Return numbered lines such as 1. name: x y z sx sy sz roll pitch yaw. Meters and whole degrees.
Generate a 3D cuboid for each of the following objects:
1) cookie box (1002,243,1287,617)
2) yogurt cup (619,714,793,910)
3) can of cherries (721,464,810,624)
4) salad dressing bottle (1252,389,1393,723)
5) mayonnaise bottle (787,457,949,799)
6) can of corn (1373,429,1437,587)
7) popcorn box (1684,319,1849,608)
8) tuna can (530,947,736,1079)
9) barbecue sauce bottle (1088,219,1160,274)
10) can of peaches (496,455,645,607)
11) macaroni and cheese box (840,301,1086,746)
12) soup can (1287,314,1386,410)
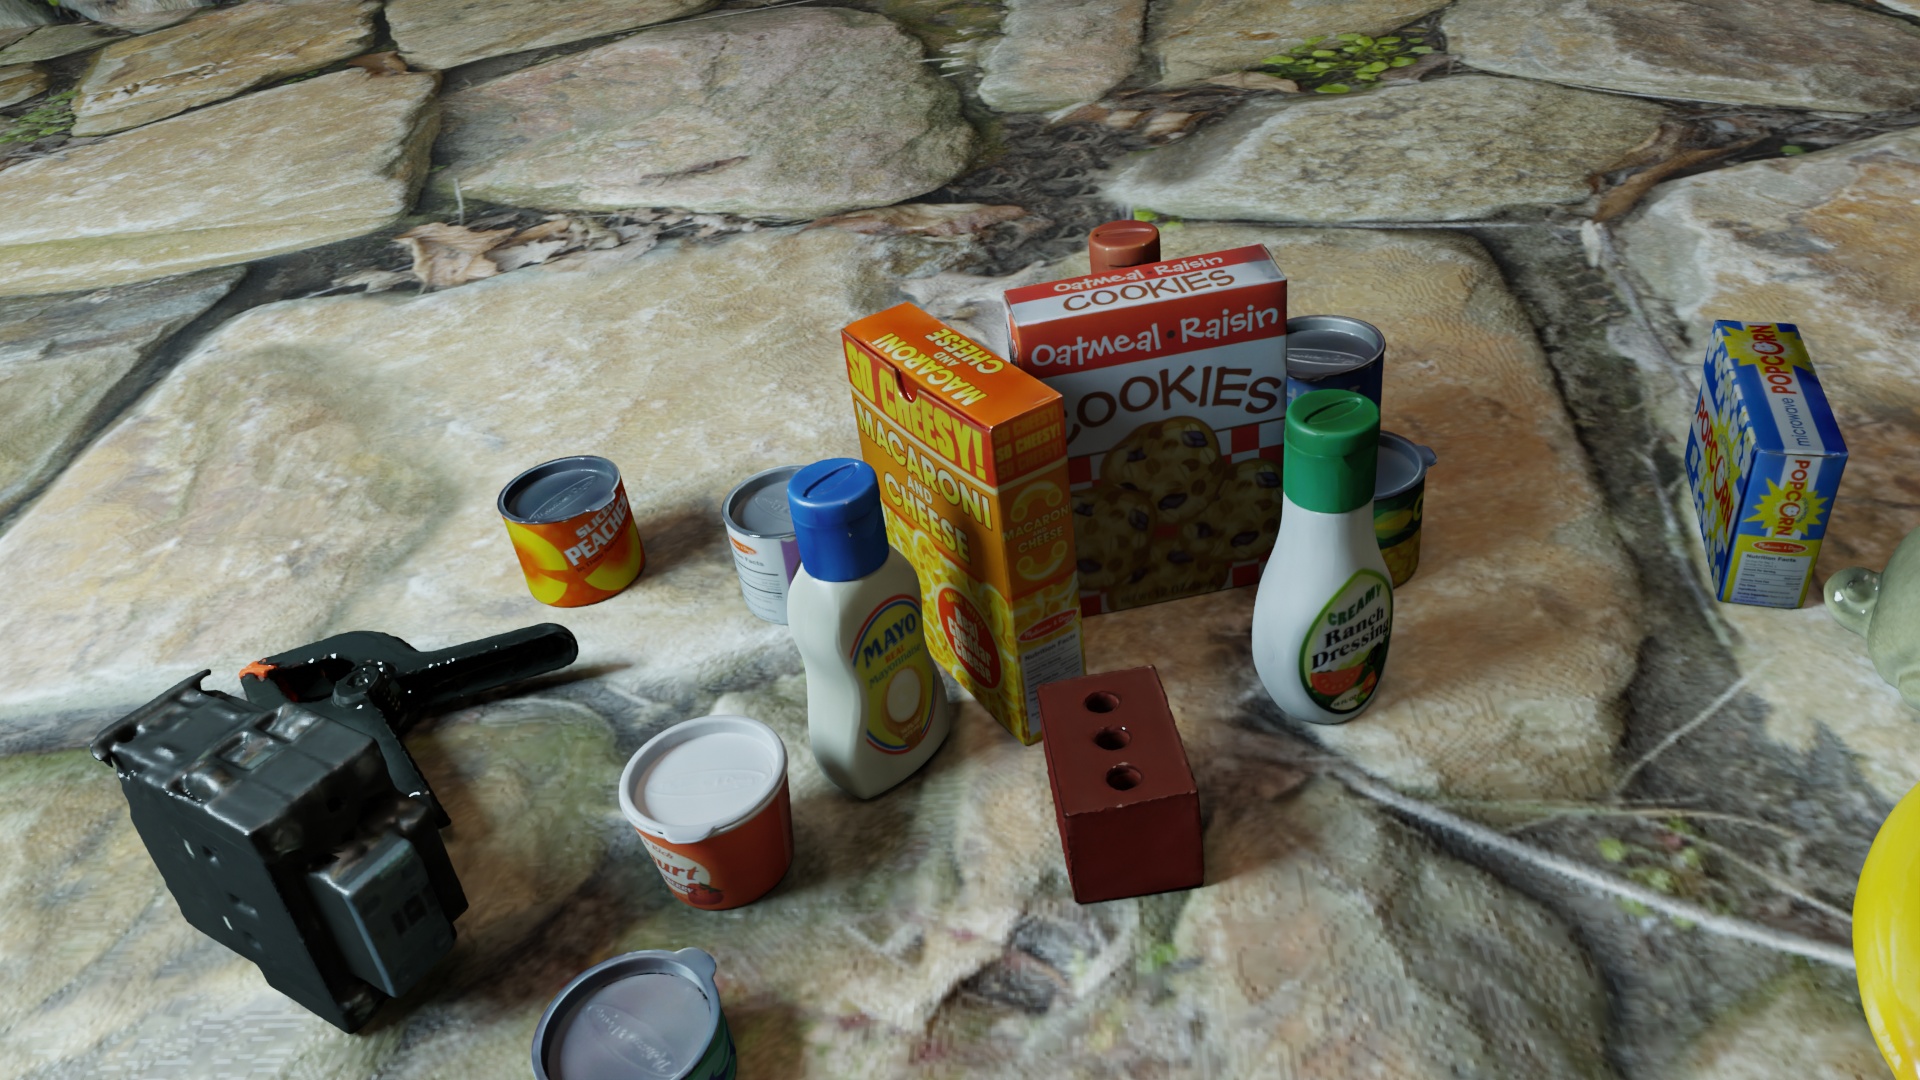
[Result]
1. cookie box: 0.090 -0.048 0.661 0.123 0.166 0.040 -11 34 -4
2. yogurt cup: -0.100 0.113 0.569 0.072 0.053 0.073 -6 34 4
3. can of cherries: -0.083 0.001 0.723 0.071 0.058 0.072 -6 34 4
4. salad dressing bottle: 0.154 0.009 0.584 0.064 0.147 0.044 -23 37 -20
5. mayonnaise bottle: -0.042 0.037 0.584 0.041 0.147 0.065 23 45 37
6. can of corn: 0.197 -0.015 0.688 0.071 0.058 0.071 -6 34 4
7. popcorn box: 0.379 -0.039 0.661 0.038 0.084 0.127 4 36 17
8. tuna can: -0.113 0.180 0.492 0.071 0.032 0.071 -6 34 4
9. barbecue sauce bottle: 0.092 -0.097 0.749 0.065 0.147 0.044 -3 35 7
10. can of peaches: -0.209 -0.005 0.757 0.071 0.057 0.071 -6 34 4
11. macaroni and cheese box: 0.002 -0.008 0.623 0.040 0.165 0.124 -25 38 -23
12. soup can: 0.190 -0.068 0.743 0.071 0.083 0.072 -6 34 4
